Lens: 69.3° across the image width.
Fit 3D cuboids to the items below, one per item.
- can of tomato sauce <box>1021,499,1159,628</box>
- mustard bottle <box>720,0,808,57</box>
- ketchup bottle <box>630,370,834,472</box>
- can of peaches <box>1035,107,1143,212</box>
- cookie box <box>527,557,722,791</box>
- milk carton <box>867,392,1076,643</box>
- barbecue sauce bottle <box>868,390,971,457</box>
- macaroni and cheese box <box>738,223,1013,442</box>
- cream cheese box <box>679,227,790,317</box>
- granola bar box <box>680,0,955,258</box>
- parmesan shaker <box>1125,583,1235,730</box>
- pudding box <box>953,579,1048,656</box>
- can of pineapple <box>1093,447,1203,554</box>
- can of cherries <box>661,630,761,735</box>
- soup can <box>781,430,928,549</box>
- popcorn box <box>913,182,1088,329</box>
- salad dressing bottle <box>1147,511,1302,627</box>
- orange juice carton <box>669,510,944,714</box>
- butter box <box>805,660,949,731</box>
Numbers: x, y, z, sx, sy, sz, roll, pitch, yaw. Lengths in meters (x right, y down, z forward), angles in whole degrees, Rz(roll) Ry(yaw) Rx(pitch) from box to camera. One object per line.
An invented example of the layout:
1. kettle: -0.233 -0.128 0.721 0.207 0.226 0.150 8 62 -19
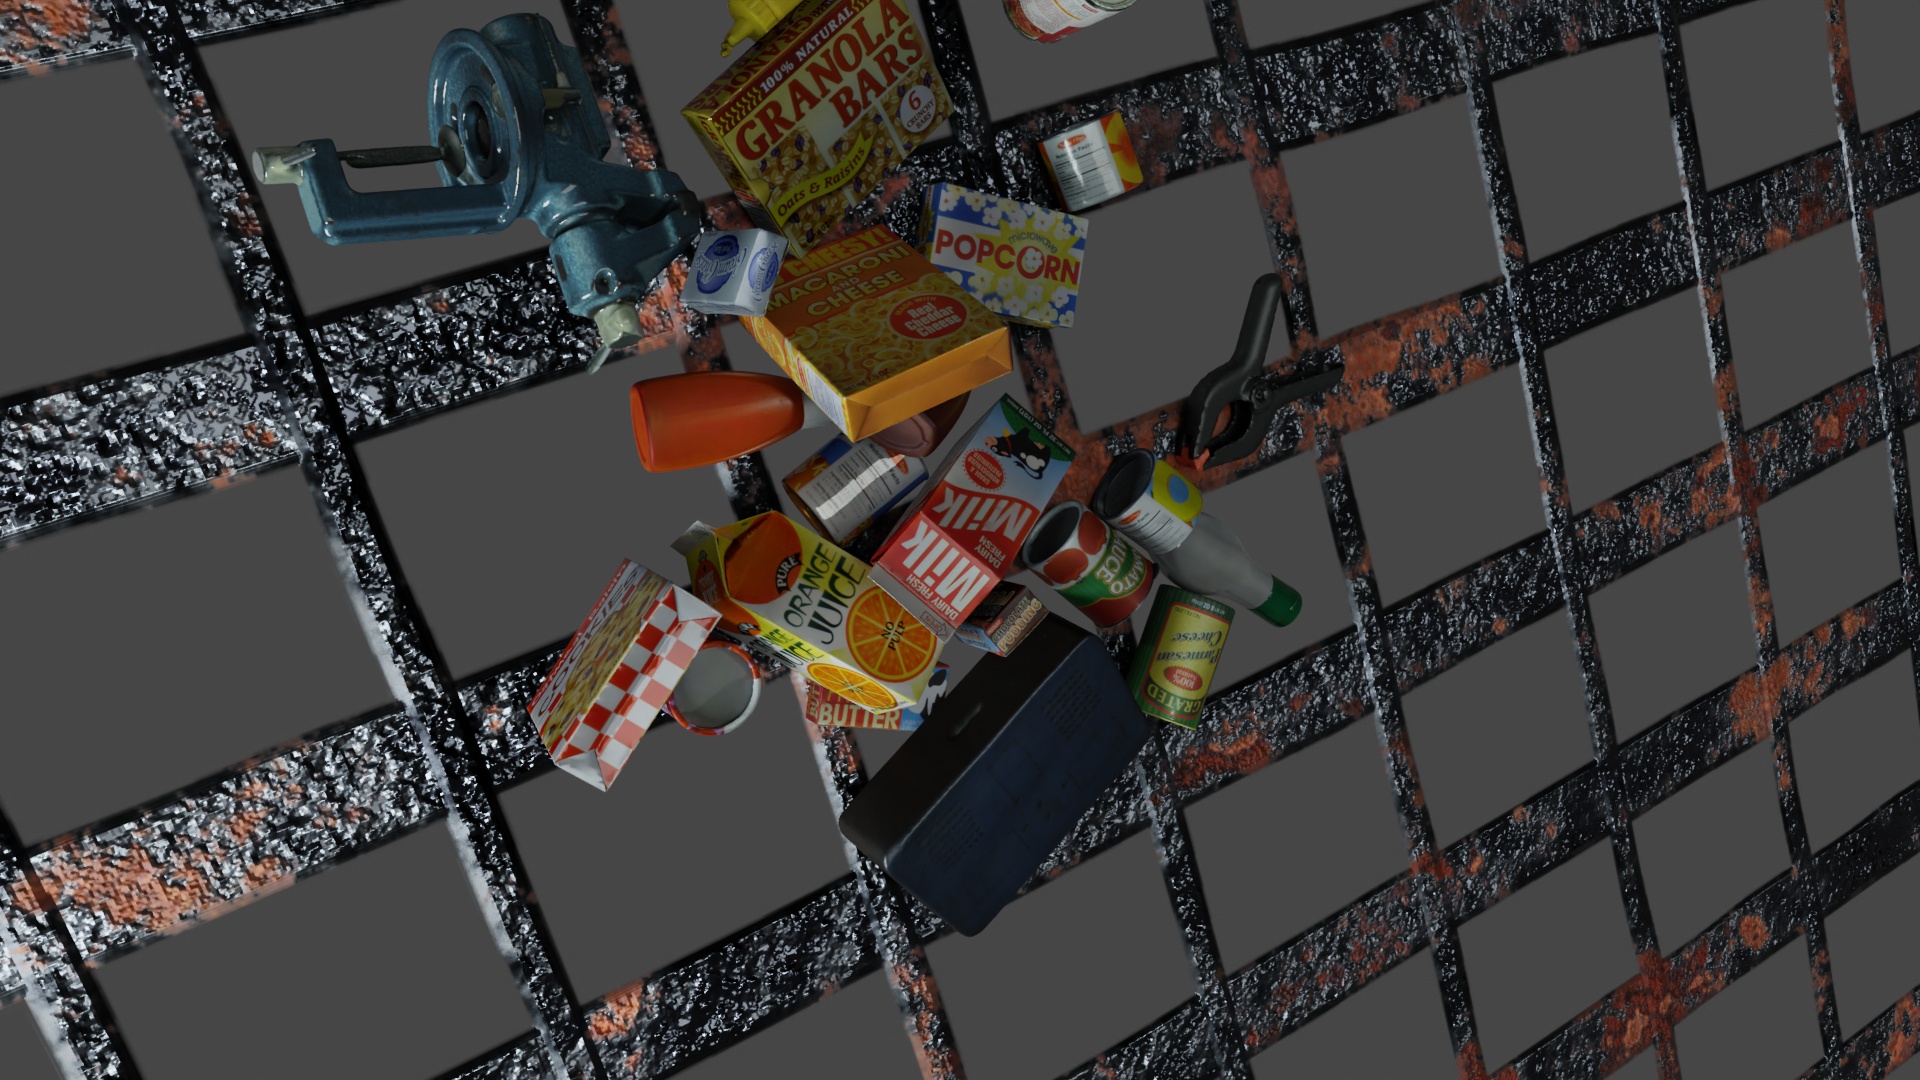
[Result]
1. can of tomato sauce: 0.100 0.017 1.075 0.083 0.071 0.071 39 79 -23
2. mustard bottle: -0.112 -0.385 0.945 0.160 0.049 0.065 -49 119 -13
3. ketchup bottle: -0.149 -0.089 0.961 0.149 0.043 0.064 -12 101 -24
4. can of peaches: 0.099 -0.287 1.047 0.071 0.071 0.058 -29 107 -20
5. cookie box: -0.216 0.079 0.878 0.040 0.167 0.123 35 81 -21
6. milk carton: 0.003 -0.012 0.970 0.072 0.073 0.191 41 46 -7
7. barbecue sauce bottle: -0.019 -0.115 0.979 0.065 0.043 0.149 27 39 5
8. macaroni and cheese box: -0.062 -0.143 0.932 0.124 0.167 0.040 -26 136 -20
9. cream cheese box: -0.150 -0.177 0.918 0.024 0.104 0.053 19 89 -32
10. granola bar box: -0.091 -0.293 0.945 0.166 0.039 0.123 -47 137 -14
11. parmesan shaker: 0.172 0.092 1.120 0.071 0.071 0.103 21 86 -26
12. pudding box: 0.024 0.056 1.036 0.050 0.083 0.030 -46 109 -13
13. can of pineapple: 0.149 -0.032 1.096 0.058 0.071 0.071 34 81 -25
14. can of cherries: -0.179 0.096 0.957 0.071 0.058 0.071 -3 97 -25
15. soup can: -0.076 -0.044 0.988 0.084 0.071 0.071 -40 110 -11
16. popcorn box: 0.028 -0.210 1.035 0.127 0.038 0.085 8 92 -26
17. salad dressing bottle: 0.221 0.026 1.149 0.147 0.044 0.064 31 75 -26
18. orange juice carton: -0.109 0.043 0.963 0.192 0.071 0.073 31 65 -17
19. butter box: -0.061 0.113 1.034 0.103 0.024 0.053 7 93 -26
